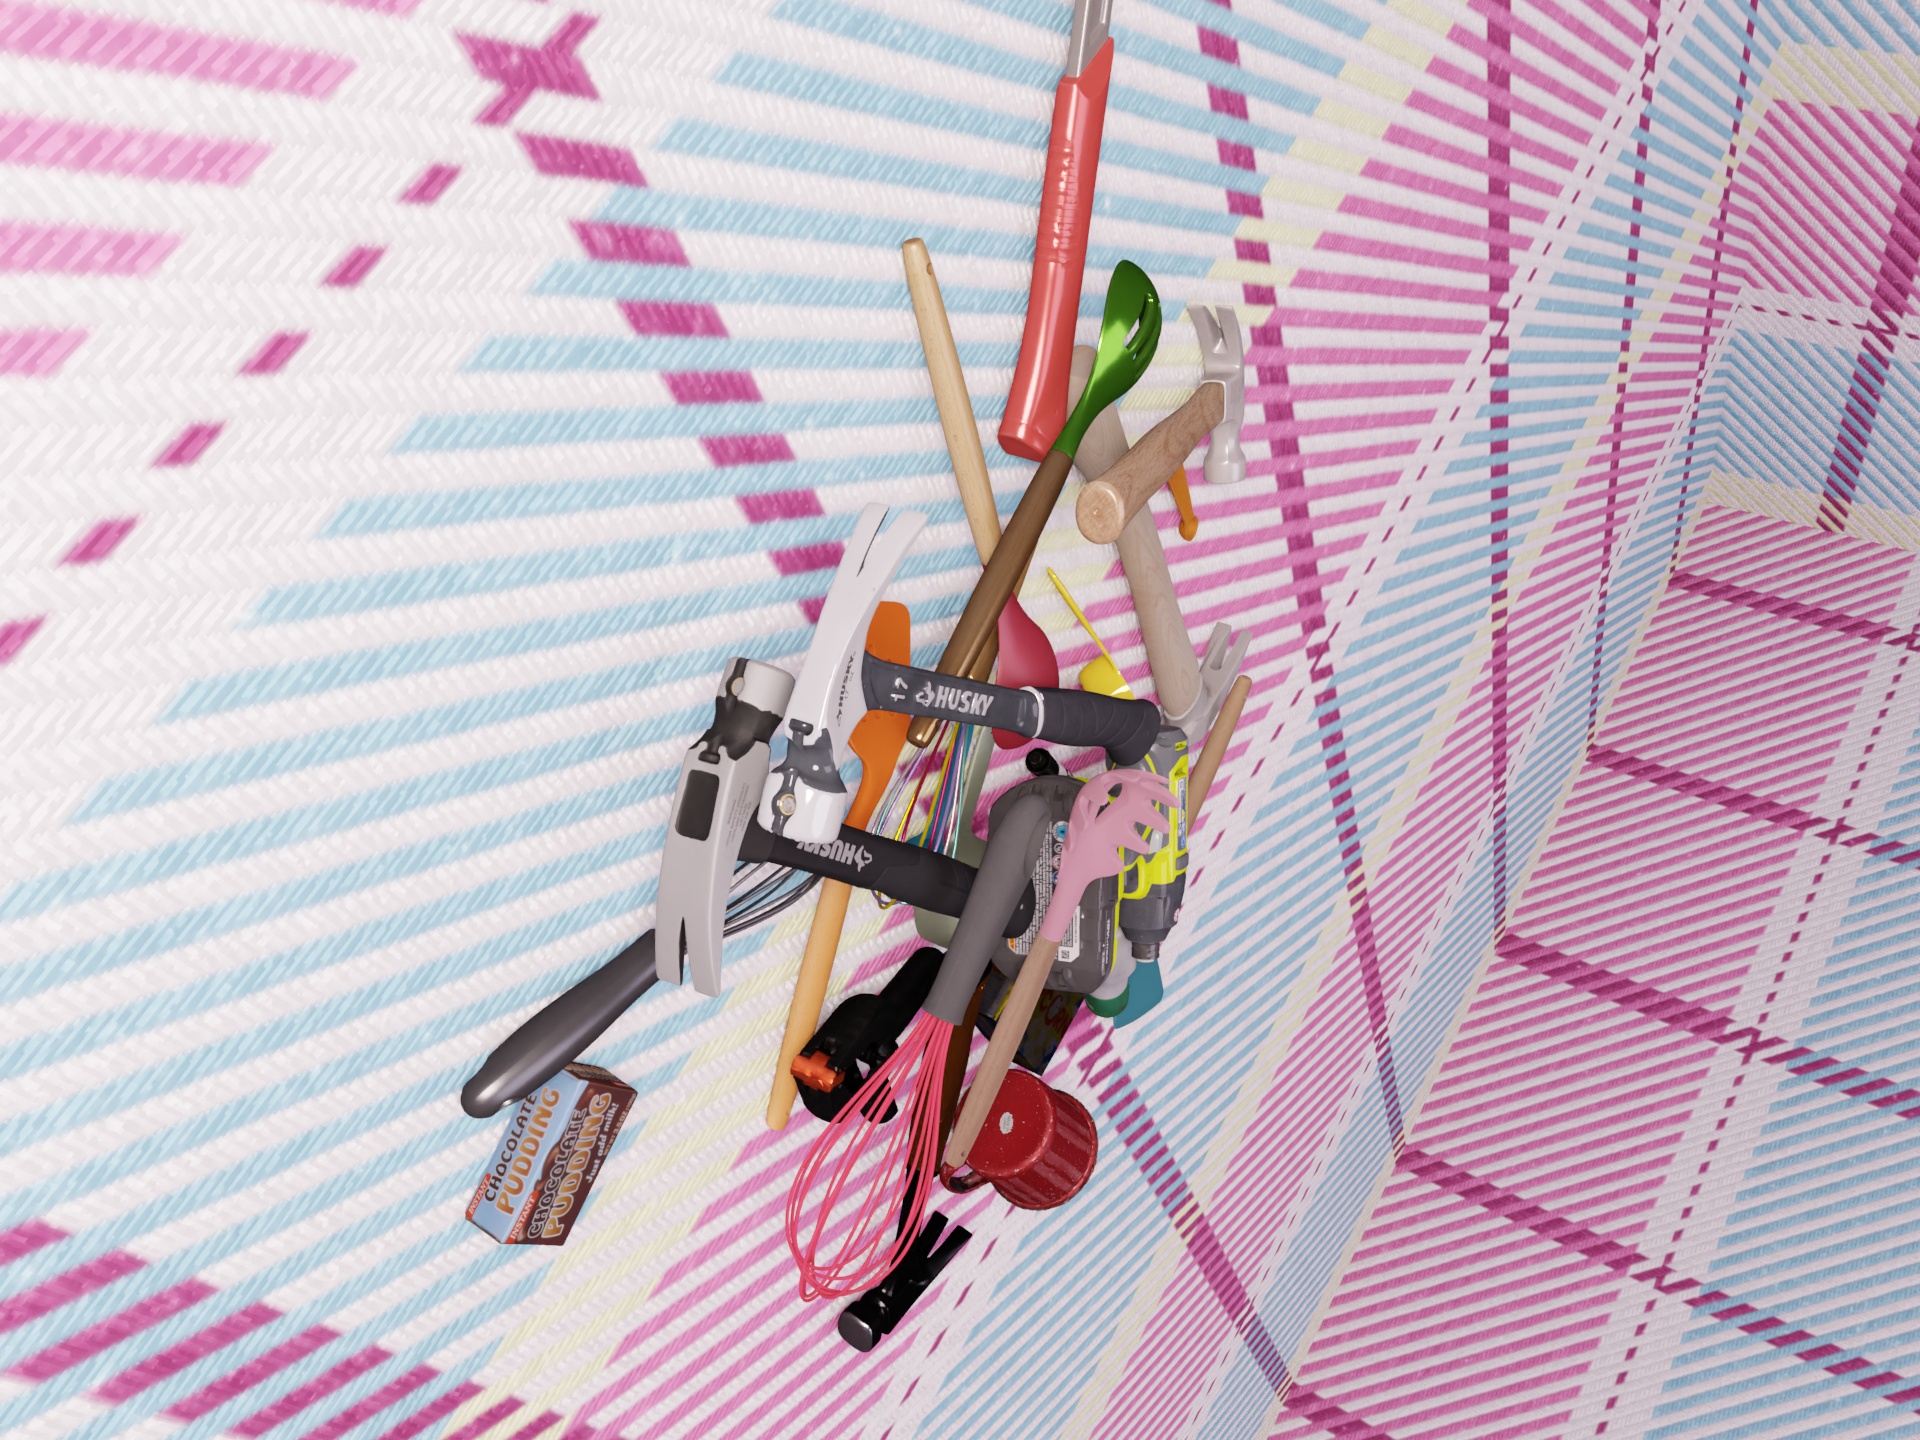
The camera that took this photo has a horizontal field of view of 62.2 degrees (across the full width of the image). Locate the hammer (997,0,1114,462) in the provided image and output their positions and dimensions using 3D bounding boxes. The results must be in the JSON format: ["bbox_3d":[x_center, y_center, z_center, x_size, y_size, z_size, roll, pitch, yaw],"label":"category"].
[{"bbox_3d":[0.067,-0.318,0.862,0.149,0.037,0.359,-25,129,-51],"label":"hammer"}]

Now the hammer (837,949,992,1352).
[{"bbox_3d":[-0.017,0.277,1.059,0.127,0.034,0.336,-36,145,-47],"label":"hammer"}]

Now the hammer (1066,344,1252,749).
[{"bbox_3d":[0.132,-0.113,1.104,0.146,0.038,0.410,-59,149,-20],"label":"hammer"}]

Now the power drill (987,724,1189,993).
[{"bbox_3d":[0.099,0.100,1.078,0.223,0.080,0.171,-14,106,-63],"label":"power drill"}]

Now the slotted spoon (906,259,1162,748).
[{"bbox_3d":[0.045,-0.121,0.870,0.314,0.031,0.070,-63,152,-17],"label":"slotted spoon"}]

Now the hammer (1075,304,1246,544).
[{"bbox_3d":[0.132,-0.176,0.989,0.331,0.031,0.130,-47,137,-59],"label":"hammer"}]

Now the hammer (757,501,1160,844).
[{"bbox_3d":[0.028,-0.011,0.847,0.408,0.036,0.149,7,98,-64],"label":"hammer"}]

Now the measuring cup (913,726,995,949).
[{"bbox_3d":[0.016,0.074,1.025,0.083,0.038,0.167,-16,124,-55],"label":"measuring cup"}]

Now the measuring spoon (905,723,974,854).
[{"bbox_3d":[-0.017,0.048,0.984,0.042,0.021,0.129,35,69,-60],"label":"measuring spoon"}]

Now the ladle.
[{"bbox_3d":[0.012,-0.112,0.873,0.069,0.031,0.315,-50,137,-40],"label":"ladle"}]

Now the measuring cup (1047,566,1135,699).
[{"bbox_3d":[0.082,-0.045,1.067,0.029,0.062,0.156,-32,133,6],"label":"measuring cup"}]

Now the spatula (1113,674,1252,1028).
[{"bbox_3d":[0.182,0.107,1.295,0.082,0.044,0.317,-16,132,-51],"label":"spatula"}]

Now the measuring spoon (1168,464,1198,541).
[{"bbox_3d":[0.151,-0.169,1.129,0.021,0.011,0.116,-58,146,-23],"label":"measuring spoon"}]

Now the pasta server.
[{"bbox_3d":[0.049,0.156,0.963,0.060,0.040,0.316,4,119,-31],"label":"pasta server"}]

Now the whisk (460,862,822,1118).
[{"bbox_3d":[-0.144,0.111,0.775,0.239,0.055,0.055,-40,140,-35],"label":"whisk"}]

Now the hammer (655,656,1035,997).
[{"bbox_3d":[-0.042,0.081,0.828,0.334,0.035,0.146,28,76,-60],"label":"hammer"}]

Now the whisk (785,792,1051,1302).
[{"bbox_3d":[-0.018,0.175,0.846,0.073,0.073,0.296,26,88,-61],"label":"whisk"}]

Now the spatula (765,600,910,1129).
[{"bbox_3d":[-0.077,0.091,0.901,0.081,0.041,0.322,-14,124,-56],"label":"spatula"}]

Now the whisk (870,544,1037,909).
[{"bbox_3d":[0.000,-0.003,0.939,0.047,0.051,0.245,55,54,-76],"label":"whisk"}]
